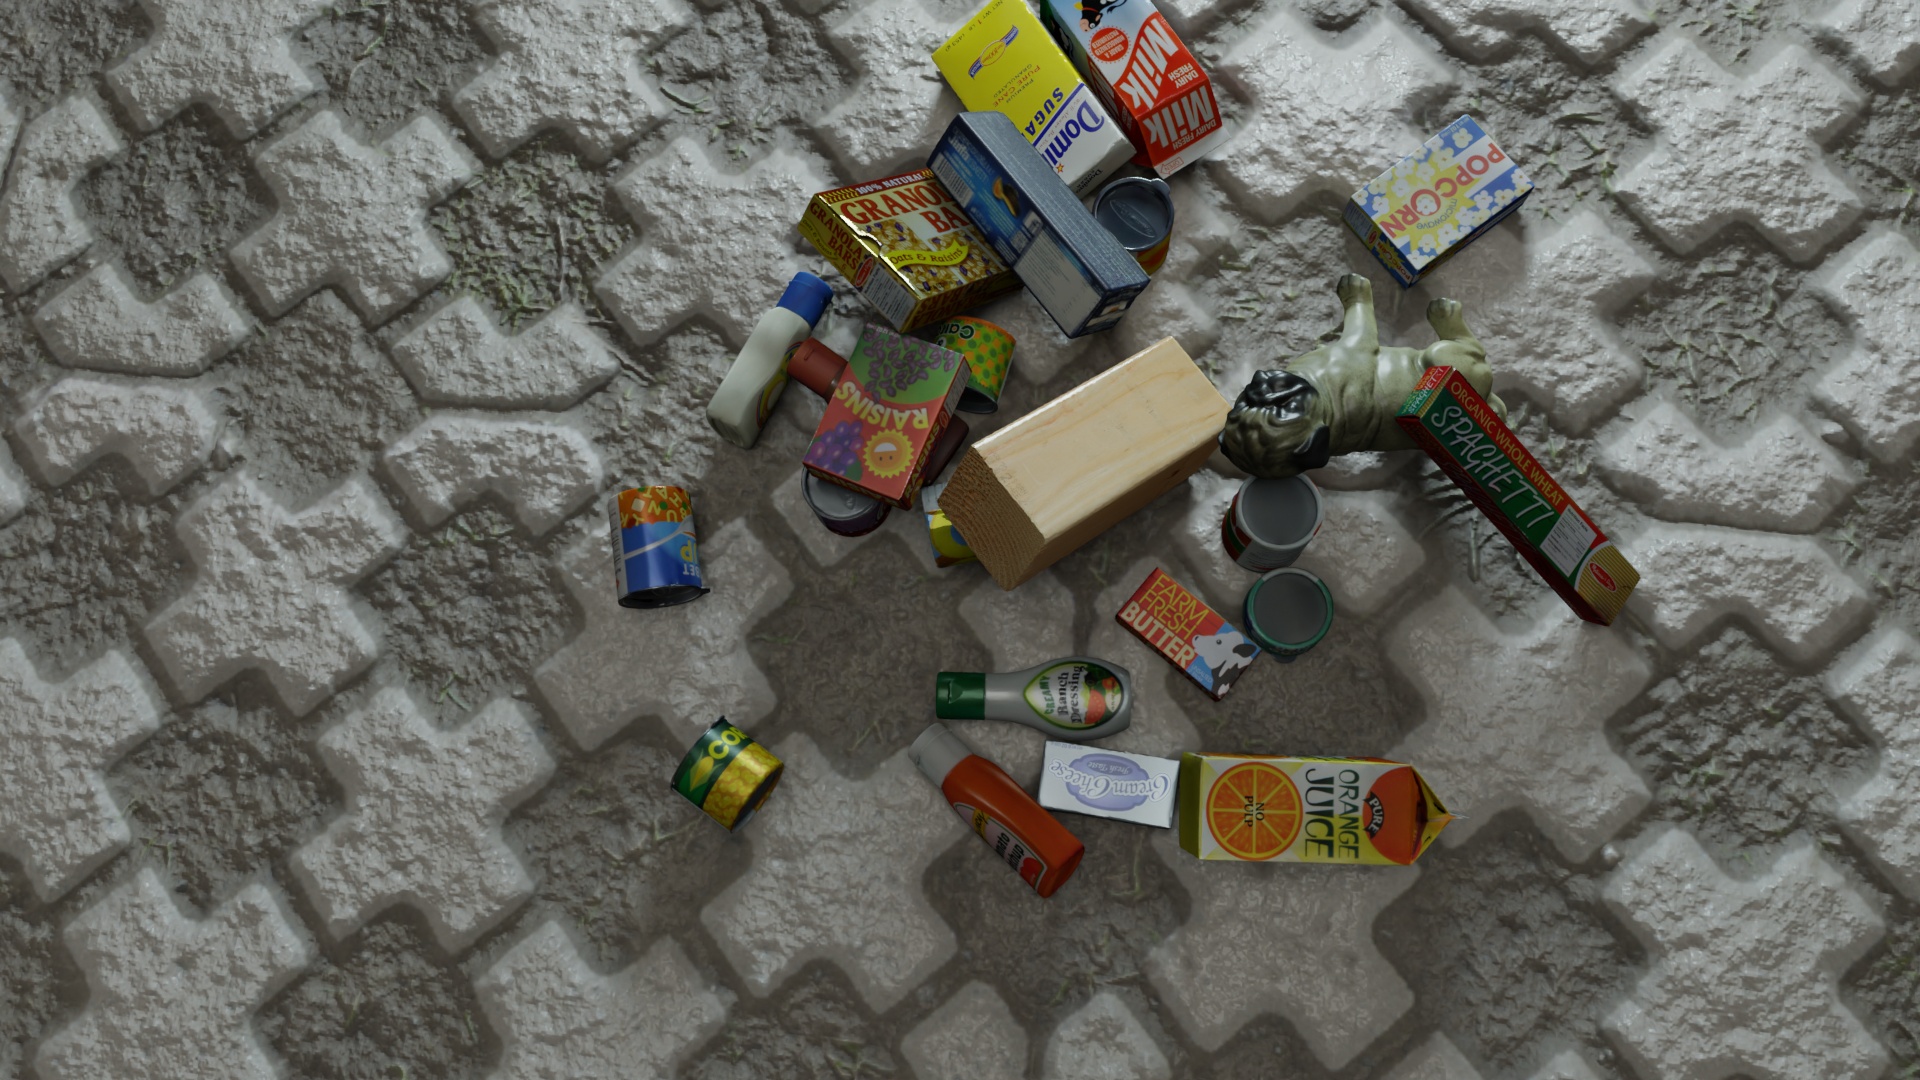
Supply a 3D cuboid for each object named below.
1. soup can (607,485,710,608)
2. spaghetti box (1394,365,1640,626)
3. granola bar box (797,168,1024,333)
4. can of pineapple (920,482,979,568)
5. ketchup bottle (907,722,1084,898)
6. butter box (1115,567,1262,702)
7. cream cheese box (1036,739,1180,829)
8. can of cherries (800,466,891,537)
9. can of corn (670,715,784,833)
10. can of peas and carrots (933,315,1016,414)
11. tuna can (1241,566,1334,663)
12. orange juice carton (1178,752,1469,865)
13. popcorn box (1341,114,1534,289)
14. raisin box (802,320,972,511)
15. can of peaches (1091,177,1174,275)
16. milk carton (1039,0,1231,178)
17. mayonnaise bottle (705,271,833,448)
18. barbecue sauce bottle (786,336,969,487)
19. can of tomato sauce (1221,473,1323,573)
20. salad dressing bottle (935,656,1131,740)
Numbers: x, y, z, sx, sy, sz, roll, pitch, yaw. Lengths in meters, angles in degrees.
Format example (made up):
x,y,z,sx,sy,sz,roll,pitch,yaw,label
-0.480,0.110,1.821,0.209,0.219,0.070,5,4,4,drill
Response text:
x,y,z,sx,sy,sz,roll,pitch,yaw,label
-0.239,0.006,1.098,0.071,0.071,0.084,-10,76,1,soup can
0.411,-0.031,1.019,0.249,0.028,0.050,41,80,-21,spaghetti box
-0.029,-0.237,1.107,0.124,0.038,0.166,46,41,13,granola bar box
0.004,-0.014,1.088,0.058,0.071,0.071,-12,76,2,can of pineapple
0.025,0.198,1.038,0.149,0.064,0.044,41,59,21,ketchup bottle
0.176,0.072,1.076,0.103,0.024,0.053,39,81,11,butter box
0.112,0.185,1.052,0.104,0.024,0.053,8,78,6,cream cheese box
-0.086,-0.041,1.103,0.071,0.058,0.071,-1,75,4,can of cherries
-0.174,0.176,1.050,0.058,0.071,0.071,34,81,10,can of corn
0.005,-0.142,1.117,0.071,0.071,0.059,16,77,7,can of peas and carrots
0.252,0.057,1.070,0.071,0.032,0.071,-1,76,4,tuna can
0.261,0.194,1.007,0.193,0.071,0.073,2,84,-2,orange juice carton
0.392,-0.279,1.142,0.127,0.038,0.085,-36,77,-5,popcorn box
-0.056,-0.095,1.060,0.086,0.040,0.123,21,80,13,raisin box
0.142,-0.257,1.142,0.071,0.058,0.071,-1,76,4,can of peaches
0.146,-0.393,1.168,0.072,0.073,0.191,-32,77,-4,milk carton
-0.154,-0.150,1.134,0.041,0.064,0.148,26,76,10,mayonnaise bottle
-0.069,-0.107,1.114,0.148,0.043,0.065,35,77,1,barbecue sauce bottle
0.238,-0.017,1.064,0.071,0.083,0.071,-1,77,3,can of tomato sauce
0.056,0.120,1.062,0.148,0.044,0.064,0,75,4,salad dressing bottle
